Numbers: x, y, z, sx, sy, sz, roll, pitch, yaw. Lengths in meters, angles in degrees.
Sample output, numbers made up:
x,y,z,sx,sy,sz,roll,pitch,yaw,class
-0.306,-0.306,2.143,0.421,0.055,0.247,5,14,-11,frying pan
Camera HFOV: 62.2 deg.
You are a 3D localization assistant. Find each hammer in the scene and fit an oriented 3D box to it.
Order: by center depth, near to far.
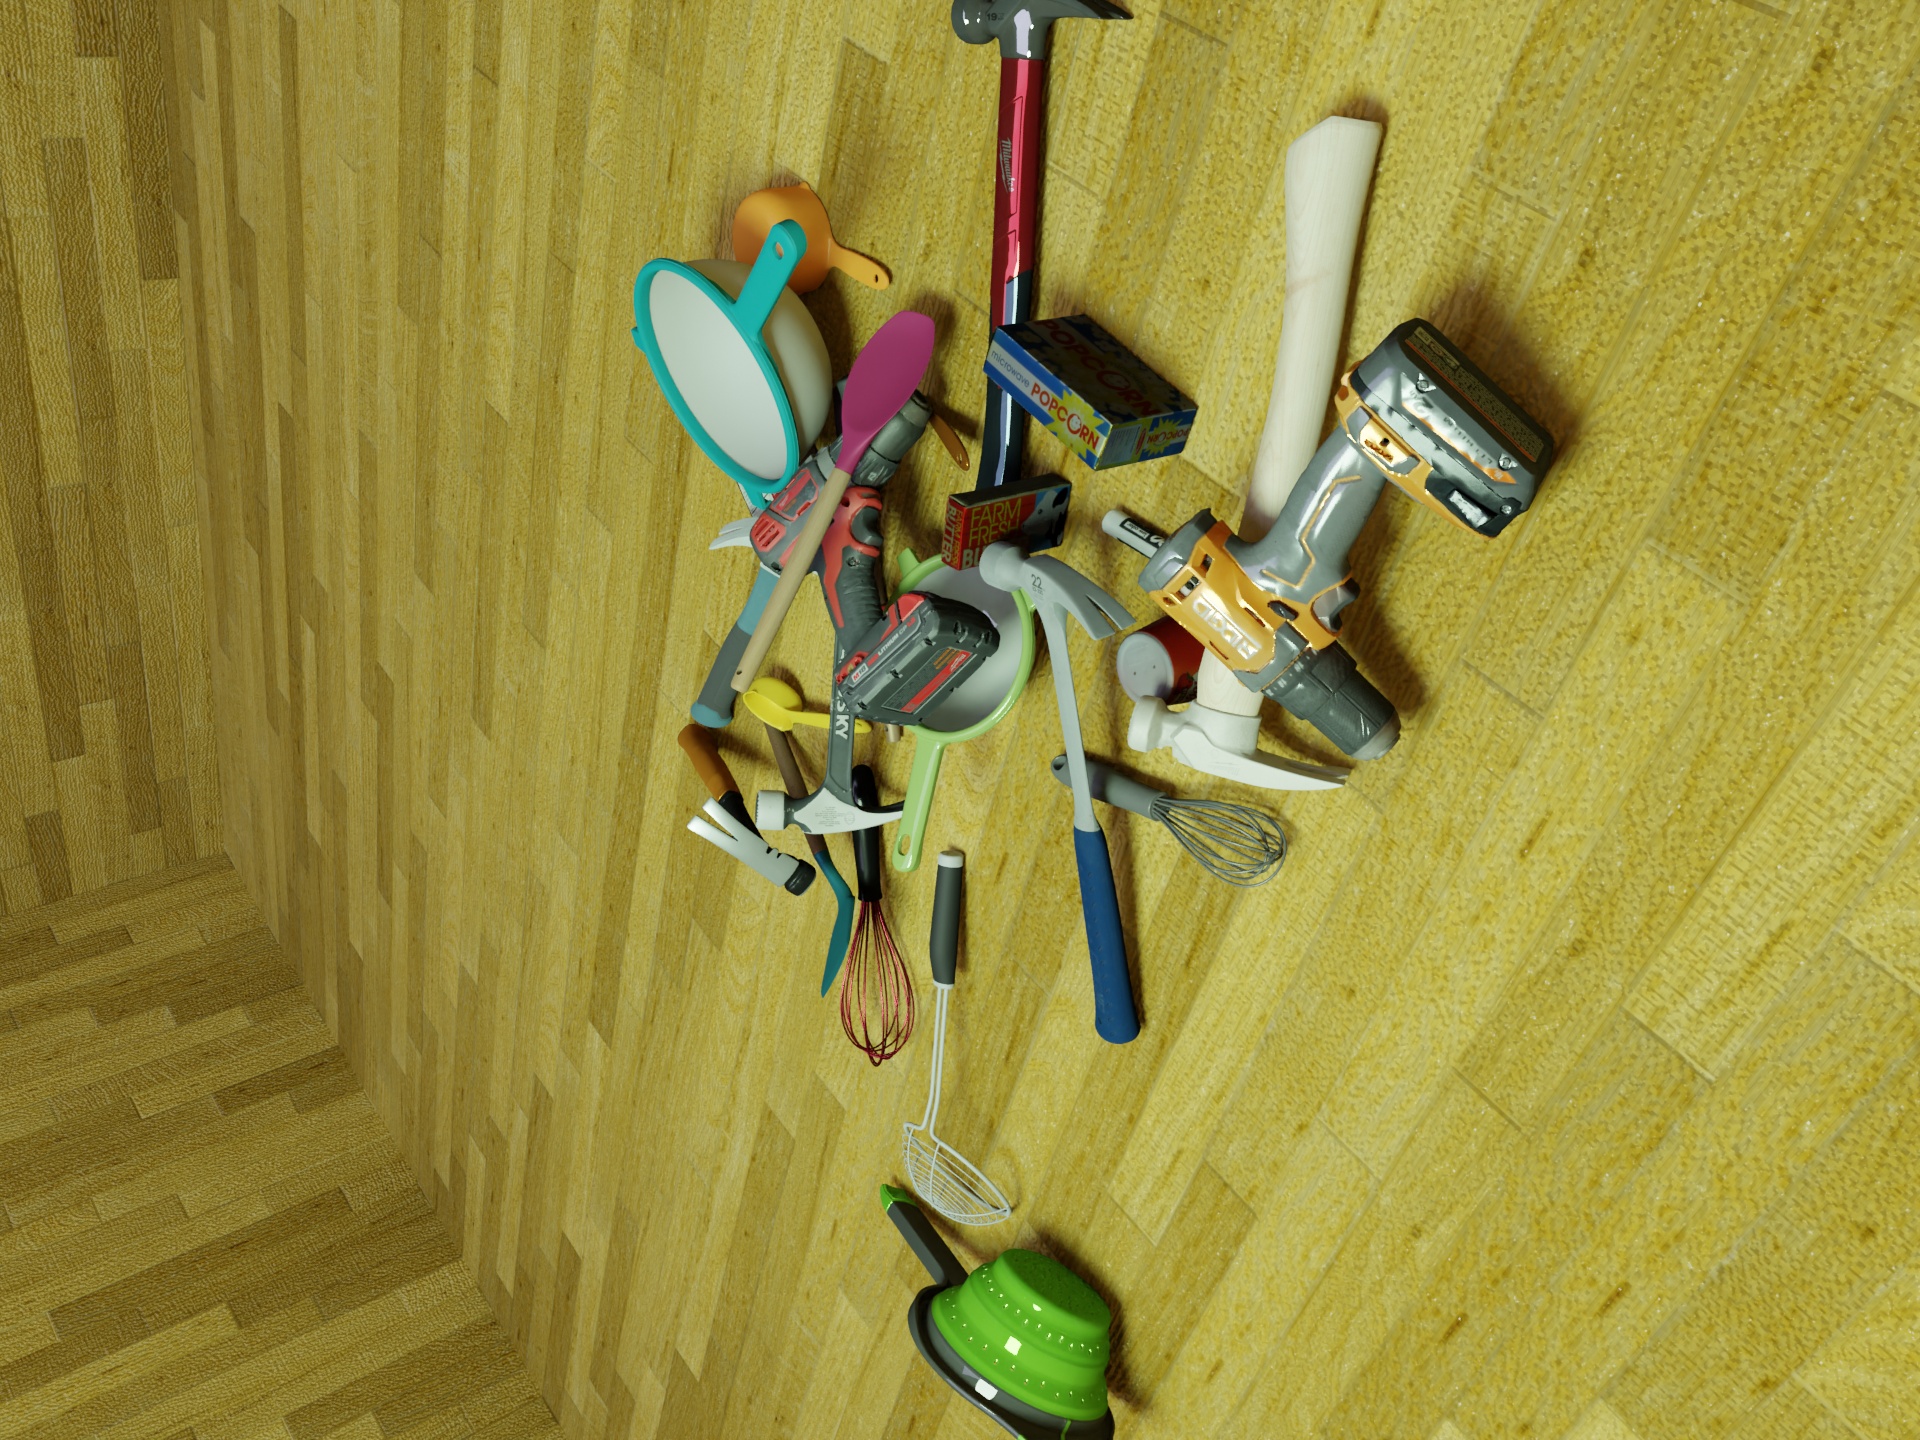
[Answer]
x,y,z,sx,sy,sz,roll,pitch,yaw,class
0.208,-0.152,0.980,0.146,0.038,0.410,15,114,17,hammer
0.047,-0.311,1.137,0.143,0.038,0.386,26,124,42,hammer
0.095,0.071,1.177,0.144,0.035,0.405,30,137,53,hammer
-0.089,-0.096,1.356,0.036,0.149,0.408,-112,26,-72,hammer
-0.204,-0.082,1.525,0.128,0.033,0.331,31,144,-4,hammer
-0.235,0.066,1.547,0.034,0.127,0.337,-52,27,2,hammer

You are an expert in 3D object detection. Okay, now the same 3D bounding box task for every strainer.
x,y,z,sx,sy,sz,roll,pitch,yaw,class
-0.002,-0.004,1.260,0.152,0.069,0.256,16,96,36,strainer
-0.150,-0.317,1.268,0.211,0.095,0.340,54,155,-1,strainer

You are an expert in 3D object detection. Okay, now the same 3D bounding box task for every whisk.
x,y,z,sx,sy,sz,roll,pitch,yaw,class
0.145,0.066,1.166,0.239,0.055,0.055,23,122,50,whisk
-0.084,0.186,1.496,0.073,0.073,0.295,10,107,50,whisk

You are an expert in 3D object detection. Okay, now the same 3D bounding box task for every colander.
x,y,z,sx,sy,sz,roll,pitch,yaw,class
0.029,0.505,1.454,0.094,0.204,0.397,-62,31,3,colander

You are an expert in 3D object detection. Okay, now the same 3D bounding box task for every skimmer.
x,y,z,sx,sy,sz,roll,pitch,yaw,class
0.003,0.291,1.454,0.127,0.090,0.363,16,107,48,skimmer

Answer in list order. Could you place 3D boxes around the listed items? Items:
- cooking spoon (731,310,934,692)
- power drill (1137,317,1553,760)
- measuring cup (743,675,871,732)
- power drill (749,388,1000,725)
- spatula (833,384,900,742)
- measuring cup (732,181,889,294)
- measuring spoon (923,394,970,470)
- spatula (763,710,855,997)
x,y,z,sx,sy,sz,roll,pitch,yaw,class
-0.101,-0.166,1.211,0.069,0.017,0.319,26,89,35,cooking spoon
0.235,-0.092,0.919,0.185,0.084,0.226,44,128,1,power drill
-0.140,-0.012,1.508,0.157,0.029,0.062,9,147,36,measuring cup
-0.058,-0.130,1.228,0.188,0.080,0.227,-43,59,24,power drill
-0.076,-0.133,1.383,0.060,0.018,0.315,10,112,48,spatula
-0.128,-0.384,1.314,0.174,0.052,0.095,37,131,40,measuring cup
-0.016,-0.224,1.243,0.117,0.011,0.021,-121,26,-49,measuring spoon
-0.148,0.105,1.498,0.318,0.044,0.082,65,146,33,spatula
